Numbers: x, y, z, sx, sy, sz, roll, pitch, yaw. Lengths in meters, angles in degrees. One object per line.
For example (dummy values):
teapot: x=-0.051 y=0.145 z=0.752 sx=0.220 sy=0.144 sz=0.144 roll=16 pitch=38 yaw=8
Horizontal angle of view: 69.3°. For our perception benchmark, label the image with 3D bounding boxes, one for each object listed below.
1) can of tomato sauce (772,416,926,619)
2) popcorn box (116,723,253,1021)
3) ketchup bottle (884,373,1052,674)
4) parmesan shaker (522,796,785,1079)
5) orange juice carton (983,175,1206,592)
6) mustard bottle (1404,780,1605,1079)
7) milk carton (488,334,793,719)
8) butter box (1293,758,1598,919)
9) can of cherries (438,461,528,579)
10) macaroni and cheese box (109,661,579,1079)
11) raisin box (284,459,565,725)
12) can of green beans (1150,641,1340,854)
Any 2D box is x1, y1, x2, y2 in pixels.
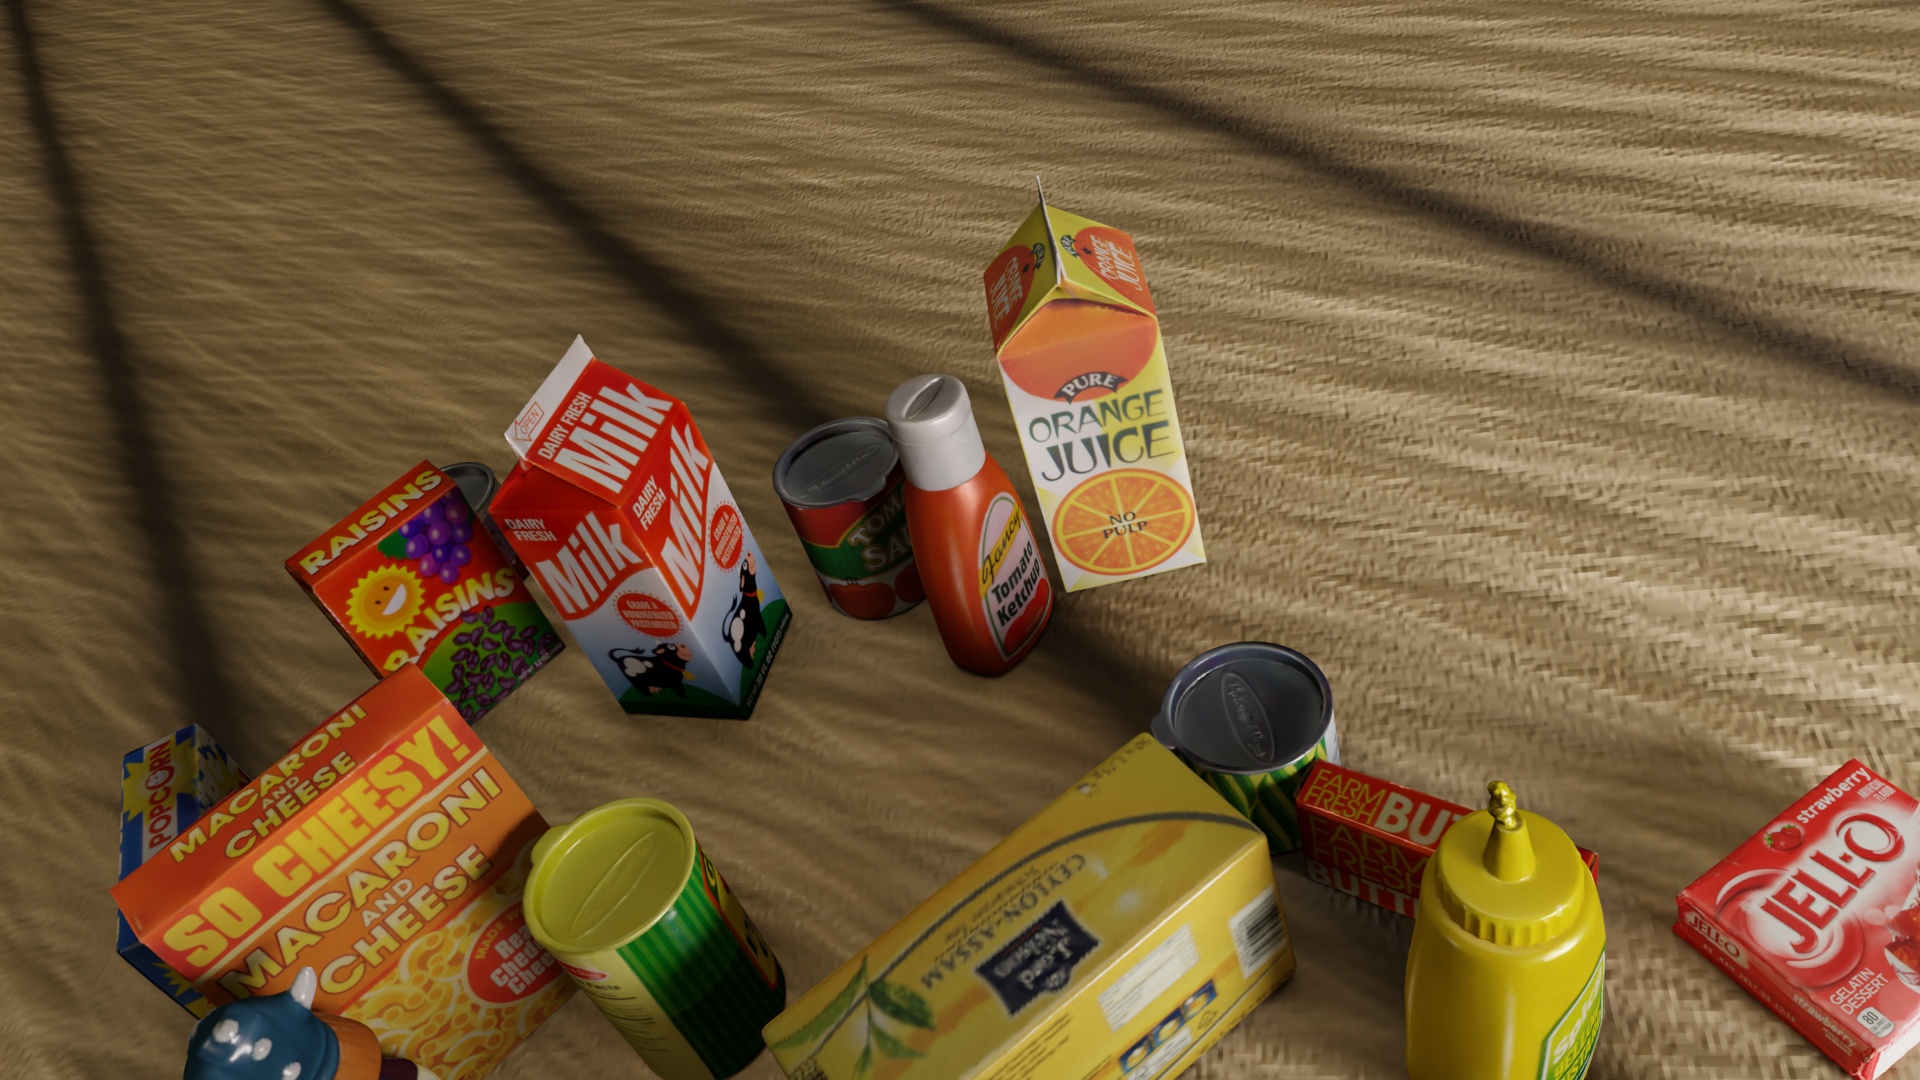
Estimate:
can of tomato sauce: x=-0.049 y=-0.010 z=0.706 sx=0.071 sy=0.082 sz=0.071 roll=-11 pitch=42 yaw=10
popcorn box: x=-0.343 y=0.156 z=0.638 sx=0.038 sy=0.084 sz=0.127 roll=-28 pitch=42 yaw=-9
ketchup bottle: x=0.002 y=-0.008 z=0.635 sx=0.043 sy=0.148 sz=0.065 roll=12 pitch=50 yaw=31
parmesan shaker: x=-0.117 y=0.155 z=0.539 sx=0.071 sy=0.102 sz=0.072 roll=-11 pitch=42 yaw=10
orange juice carton: x=0.060 y=-0.071 z=0.648 sx=0.073 sy=0.191 sz=0.072 roll=-13 pitch=42 yaw=7
mustard bottle: x=0.165 y=0.126 z=0.420 sx=0.049 sy=0.159 sz=0.065 roll=24 pitch=57 yaw=38
milk carton: x=-0.153 y=-0.001 z=0.656 sx=0.073 sy=0.189 sz=0.073 roll=0 pitch=45 yaw=21
butter box: x=0.175 y=0.118 z=0.505 sx=0.103 sy=0.053 sz=0.024 roll=16 pitch=53 yaw=34
can of cherries: x=-0.291 y=-0.002 z=0.809 sx=0.071 sy=0.058 sz=0.072 roll=-11 pitch=42 yaw=10
macaroni and cheese box: x=-0.217 y=0.145 z=0.540 sx=0.040 sy=0.165 sz=0.124 roll=27 pitch=59 yaw=40
raisin box: x=-0.271 y=0.033 z=0.714 sx=0.040 sy=0.122 sz=0.086 roll=27 pitch=59 yaw=40
can of green beans: x=0.119 y=0.084 z=0.560 sx=0.071 sy=0.057 sz=0.071 roll=-11 pitch=42 yaw=10
